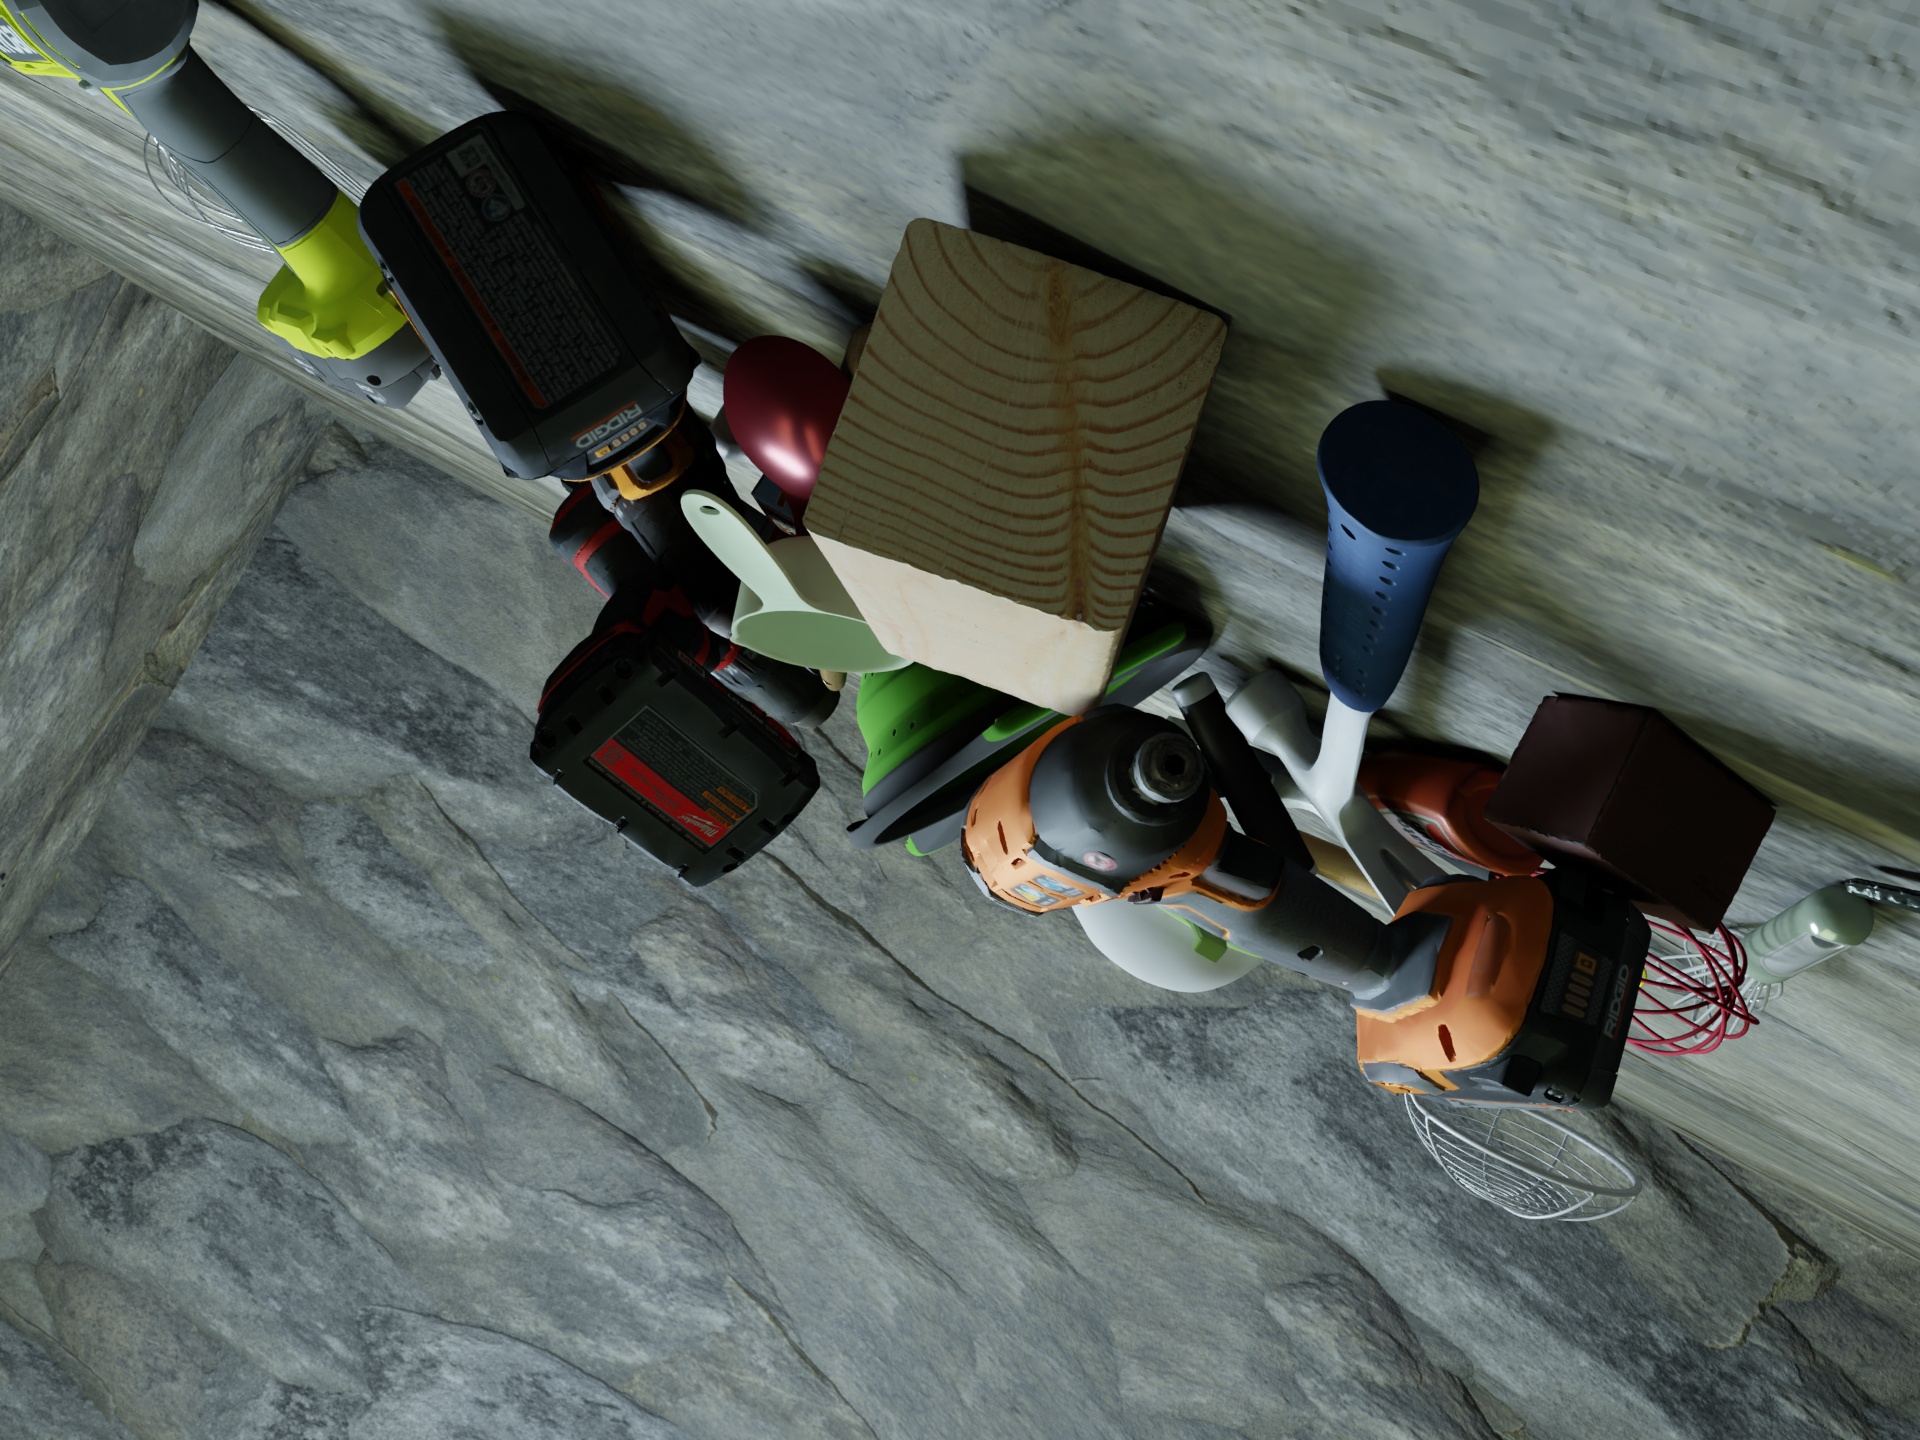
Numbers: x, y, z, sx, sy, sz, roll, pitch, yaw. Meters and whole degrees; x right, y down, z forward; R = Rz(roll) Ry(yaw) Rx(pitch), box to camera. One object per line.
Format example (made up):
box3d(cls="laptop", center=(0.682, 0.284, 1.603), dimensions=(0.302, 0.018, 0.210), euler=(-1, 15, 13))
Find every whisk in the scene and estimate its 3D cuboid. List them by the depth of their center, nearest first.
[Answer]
box3d(cls="whisk", center=(0.360, 0.108, 0.715), dimensions=(0.058, 0.059, 0.246), euler=(15, 167, 17))
box3d(cls="whisk", center=(0.279, 0.083, 0.776), dimensions=(0.073, 0.073, 0.296), euler=(30, -174, -19))
box3d(cls="whisk", center=(-0.278, -0.235, 0.826), dimensions=(0.284, 0.070, 0.070), euler=(26, 177, -19))
box3d(cls="whisk", center=(0.307, 0.115, 0.978), dimensions=(0.245, 0.051, 0.047), euler=(22, 169, 0))

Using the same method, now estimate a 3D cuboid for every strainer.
box3d(cls="strainer", center=(0.139, 0.111, 0.918), dimensions=(0.256, 0.069, 0.152), euler=(16, -159, -51))

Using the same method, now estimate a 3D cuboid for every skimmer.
box3d(cls="skimmer", center=(0.238, 0.118, 0.853), dimensions=(0.363, 0.090, 0.127), euler=(59, -176, -7))

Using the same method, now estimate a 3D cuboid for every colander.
box3d(cls="colander", center=(-0.001, -0.003, 0.874), dimensions=(0.094, 0.204, 0.397), euler=(59, 162, 8))

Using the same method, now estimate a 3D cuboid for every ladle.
box3d(cls="ladle", center=(-0.064, -0.070, 0.702), dimensions=(0.069, 0.031, 0.315), euler=(32, 164, 9))

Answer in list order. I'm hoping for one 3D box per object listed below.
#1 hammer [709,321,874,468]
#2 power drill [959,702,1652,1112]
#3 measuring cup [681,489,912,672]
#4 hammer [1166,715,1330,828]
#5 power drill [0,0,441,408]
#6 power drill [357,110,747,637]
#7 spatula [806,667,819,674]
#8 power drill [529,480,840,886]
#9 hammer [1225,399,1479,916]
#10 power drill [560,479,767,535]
box3d(cls="hammer", center=(-0.050, -0.127, 0.722), dimensions=(0.130, 0.031, 0.331), euler=(30, 176, -10))
box3d(cls="power drill", center=(0.120, 0.063, 0.564), dimensions=(0.226, 0.084, 0.164), euler=(24, 163, -6))
box3d(cls="measuring cup", center=(-0.065, -0.063, 0.608), dimensions=(0.083, 0.038, 0.167), euler=(2, 162, 17))
box3d(cls="hammer", center=(0.121, 0.035, 0.891), dimensions=(0.128, 0.033, 0.331), euler=(26, -167, 29))
box3d(cls="power drill", center=(-0.326, -0.247, 0.683), dimensions=(0.191, 0.080, 0.228), euler=(24, 163, 43))
box3d(cls="power drill", center=(-0.141, -0.124, 0.652), dimensions=(0.185, 0.084, 0.226), euler=(58, 177, 2))
box3d(cls="spatula", center=(-0.175, -0.141, 0.787), dimensions=(0.316, 0.018, 0.060), euler=(49, -179, -4))
box3d(cls="power drill", center=(-0.126, -0.019, 0.799), dimensions=(0.187, 0.080, 0.227), euler=(42, -164, -29))
box3d(cls="hammer", center=(0.149, -0.007, 0.584), dimensions=(0.144, 0.035, 0.405), euler=(54, 180, 18))
box3d(cls="power drill", center=(-0.130, -0.111, 1.001), dimensions=(0.220, 0.078, 0.143), euler=(33, 177, 16))
